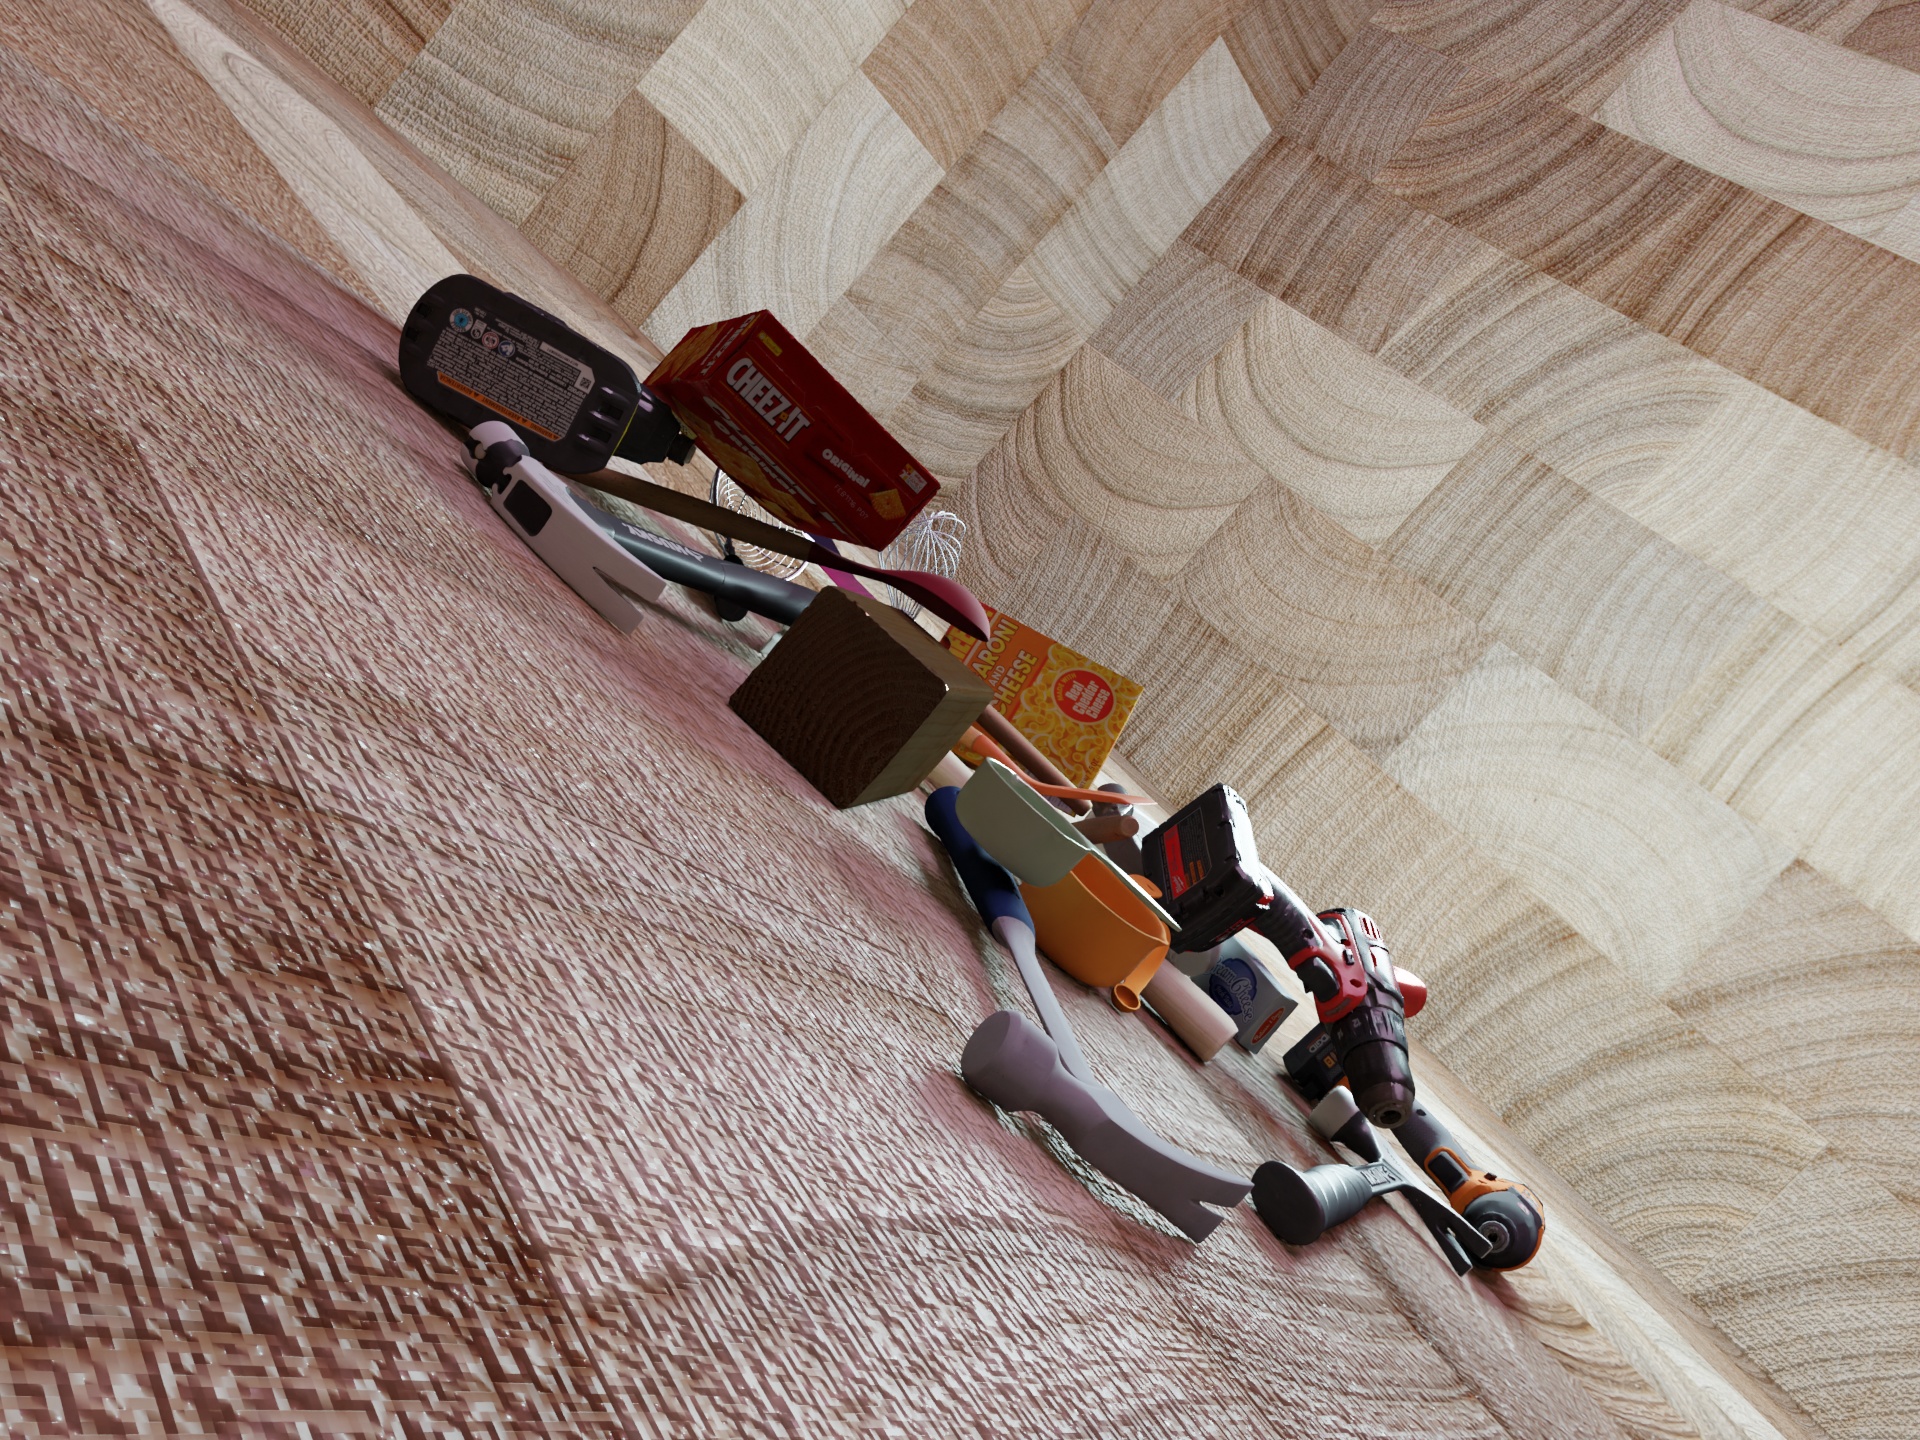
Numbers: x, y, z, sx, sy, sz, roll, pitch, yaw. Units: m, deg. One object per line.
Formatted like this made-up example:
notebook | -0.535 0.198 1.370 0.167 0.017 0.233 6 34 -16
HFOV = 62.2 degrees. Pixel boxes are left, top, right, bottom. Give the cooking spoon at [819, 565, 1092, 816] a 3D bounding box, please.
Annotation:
cooking spoon | -0.016 -0.039 1.244 0.319 0.017 0.068 44 3 8

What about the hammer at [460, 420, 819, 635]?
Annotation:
hammer | -0.140 -0.082 0.958 0.146 0.035 0.334 45 14 27

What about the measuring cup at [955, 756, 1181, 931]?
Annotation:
measuring cup | 0.061 0.084 0.888 0.167 0.038 0.083 41 5 -28

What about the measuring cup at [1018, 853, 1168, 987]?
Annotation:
measuring cup | 0.089 0.123 1.002 0.095 0.052 0.173 44 10 18

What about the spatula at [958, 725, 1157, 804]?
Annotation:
spatula | -0.002 -0.004 1.197 0.323 0.041 0.081 32 9 19

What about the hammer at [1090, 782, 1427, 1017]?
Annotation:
hammer | 0.256 0.170 1.284 0.358 0.036 0.149 30 21 -28

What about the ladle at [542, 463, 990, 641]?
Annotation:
ladle | -0.125 -0.119 1.053 0.315 0.031 0.069 19 -6 -4

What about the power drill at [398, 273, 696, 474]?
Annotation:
power drill | -0.256 -0.212 1.017 0.171 0.080 0.223 28 6 -7

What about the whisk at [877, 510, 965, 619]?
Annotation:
whisk | -0.046 -0.094 1.308 0.070 0.070 0.284 43 -23 10

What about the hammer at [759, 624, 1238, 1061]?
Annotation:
hammer | 0.026 0.075 1.084 0.411 0.038 0.146 44 7 17

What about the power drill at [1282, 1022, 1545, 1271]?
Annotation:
power drill | 0.356 0.324 1.228 0.227 0.084 0.164 48 8 22

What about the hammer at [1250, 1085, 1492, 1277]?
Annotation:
hammer | 0.241 0.286 0.962 0.149 0.036 0.408 46 7 25

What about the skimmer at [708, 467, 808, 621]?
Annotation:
skimmer | -0.150 -0.141 1.236 0.363 0.090 0.127 -115 -175 -71

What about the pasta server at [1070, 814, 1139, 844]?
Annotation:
pasta server | 0.084 0.074 1.127 0.060 0.040 0.316 30 -9 -4

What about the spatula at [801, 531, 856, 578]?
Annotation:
spatula | -0.084 -0.102 1.395 0.315 0.018 0.060 56 17 -50

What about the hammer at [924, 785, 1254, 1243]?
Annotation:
hammer | 0.033 0.117 0.808 0.144 0.035 0.406 40 6 -17

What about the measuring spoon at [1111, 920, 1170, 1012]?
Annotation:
measuring spoon | 0.115 0.156 1.011 0.021 0.011 0.117 40 27 3

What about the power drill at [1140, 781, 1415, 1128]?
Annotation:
power drill | 0.235 0.169 1.122 0.226 0.080 0.188 39 27 -23
